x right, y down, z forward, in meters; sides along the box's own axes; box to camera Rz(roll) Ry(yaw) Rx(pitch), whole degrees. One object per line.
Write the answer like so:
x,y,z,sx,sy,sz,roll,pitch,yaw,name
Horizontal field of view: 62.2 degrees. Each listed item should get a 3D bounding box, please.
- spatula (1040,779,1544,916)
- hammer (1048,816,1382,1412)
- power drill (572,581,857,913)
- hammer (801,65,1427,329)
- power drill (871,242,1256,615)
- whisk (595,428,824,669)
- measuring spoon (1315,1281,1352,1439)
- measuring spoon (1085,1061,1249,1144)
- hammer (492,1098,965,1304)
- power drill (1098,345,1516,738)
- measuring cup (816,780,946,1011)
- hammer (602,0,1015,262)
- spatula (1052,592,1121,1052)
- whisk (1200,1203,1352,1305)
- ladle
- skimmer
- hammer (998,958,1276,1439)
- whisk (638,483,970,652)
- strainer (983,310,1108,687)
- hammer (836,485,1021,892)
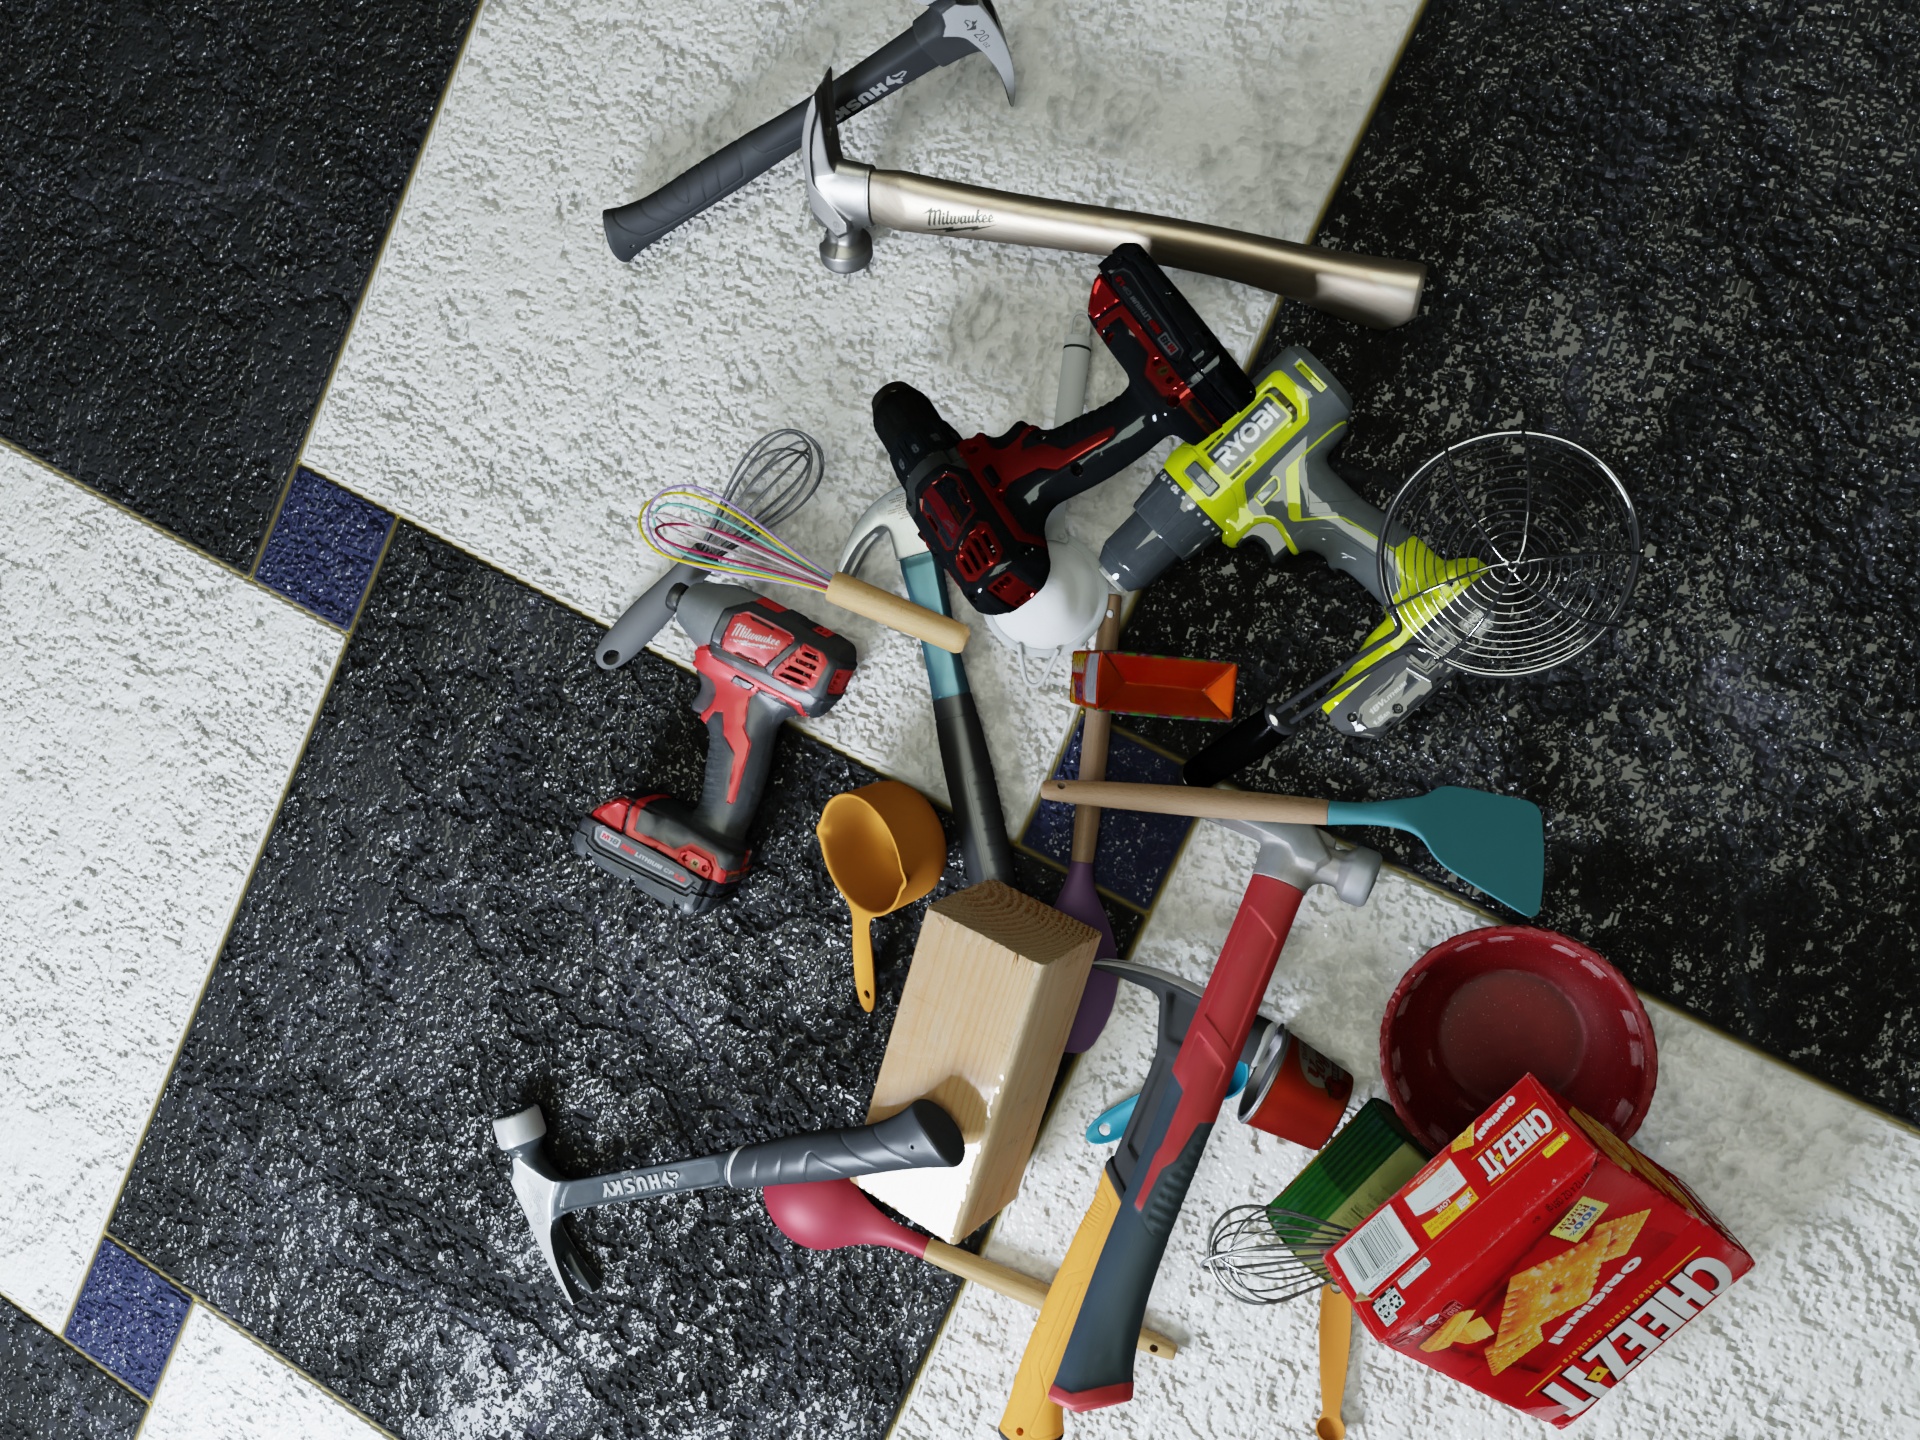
0.208,0.064,1.016,0.317,0.044,0.082,5,57,15,spatula
0.129,0.228,0.984,0.143,0.038,0.386,20,70,17,hammer
-0.179,0.013,1.129,0.143,0.078,0.219,28,97,9,power drill
0.095,-0.324,1.032,0.410,0.146,0.038,13,60,11,hammer
0.053,-0.200,1.027,0.226,0.080,0.188,-39,61,16,power drill
-0.186,-0.121,1.149,0.239,0.055,0.055,-44,80,16,whisk
0.247,0.418,1.052,0.021,0.011,0.117,2,88,16,measuring spoon
0.140,0.253,1.076,0.128,0.021,0.042,-34,75,19,measuring spoon
-0.166,0.315,1.097,0.409,0.036,0.149,-18,89,33,hammer
0.218,-0.098,1.018,0.190,0.080,0.229,-44,77,12,power drill
-0.050,0.123,1.113,0.095,0.052,0.173,25,125,41,measuring cup
-0.116,-0.404,1.099,0.335,0.146,0.035,-22,72,27,hammer
0.088,0.071,1.086,0.060,0.018,0.316,6,93,1,spatula
0.256,0.322,0.968,0.246,0.059,0.058,5,58,-22,whisk
0.000,0.381,1.114,0.315,0.031,0.069,18,96,13,ladle
0.234,-0.039,0.923,0.127,0.363,0.090,46,62,1,skimmer
0.091,0.328,1.060,0.127,0.034,0.337,22,96,21,hammer
-0.109,-0.097,1.088,0.245,0.047,0.051,23,128,7,whisk
0.065,-0.152,1.071,0.087,0.050,0.258,7,84,3,strainer
-0.002,-0.004,1.104,0.128,0.033,0.331,-13,87,15,hammer
